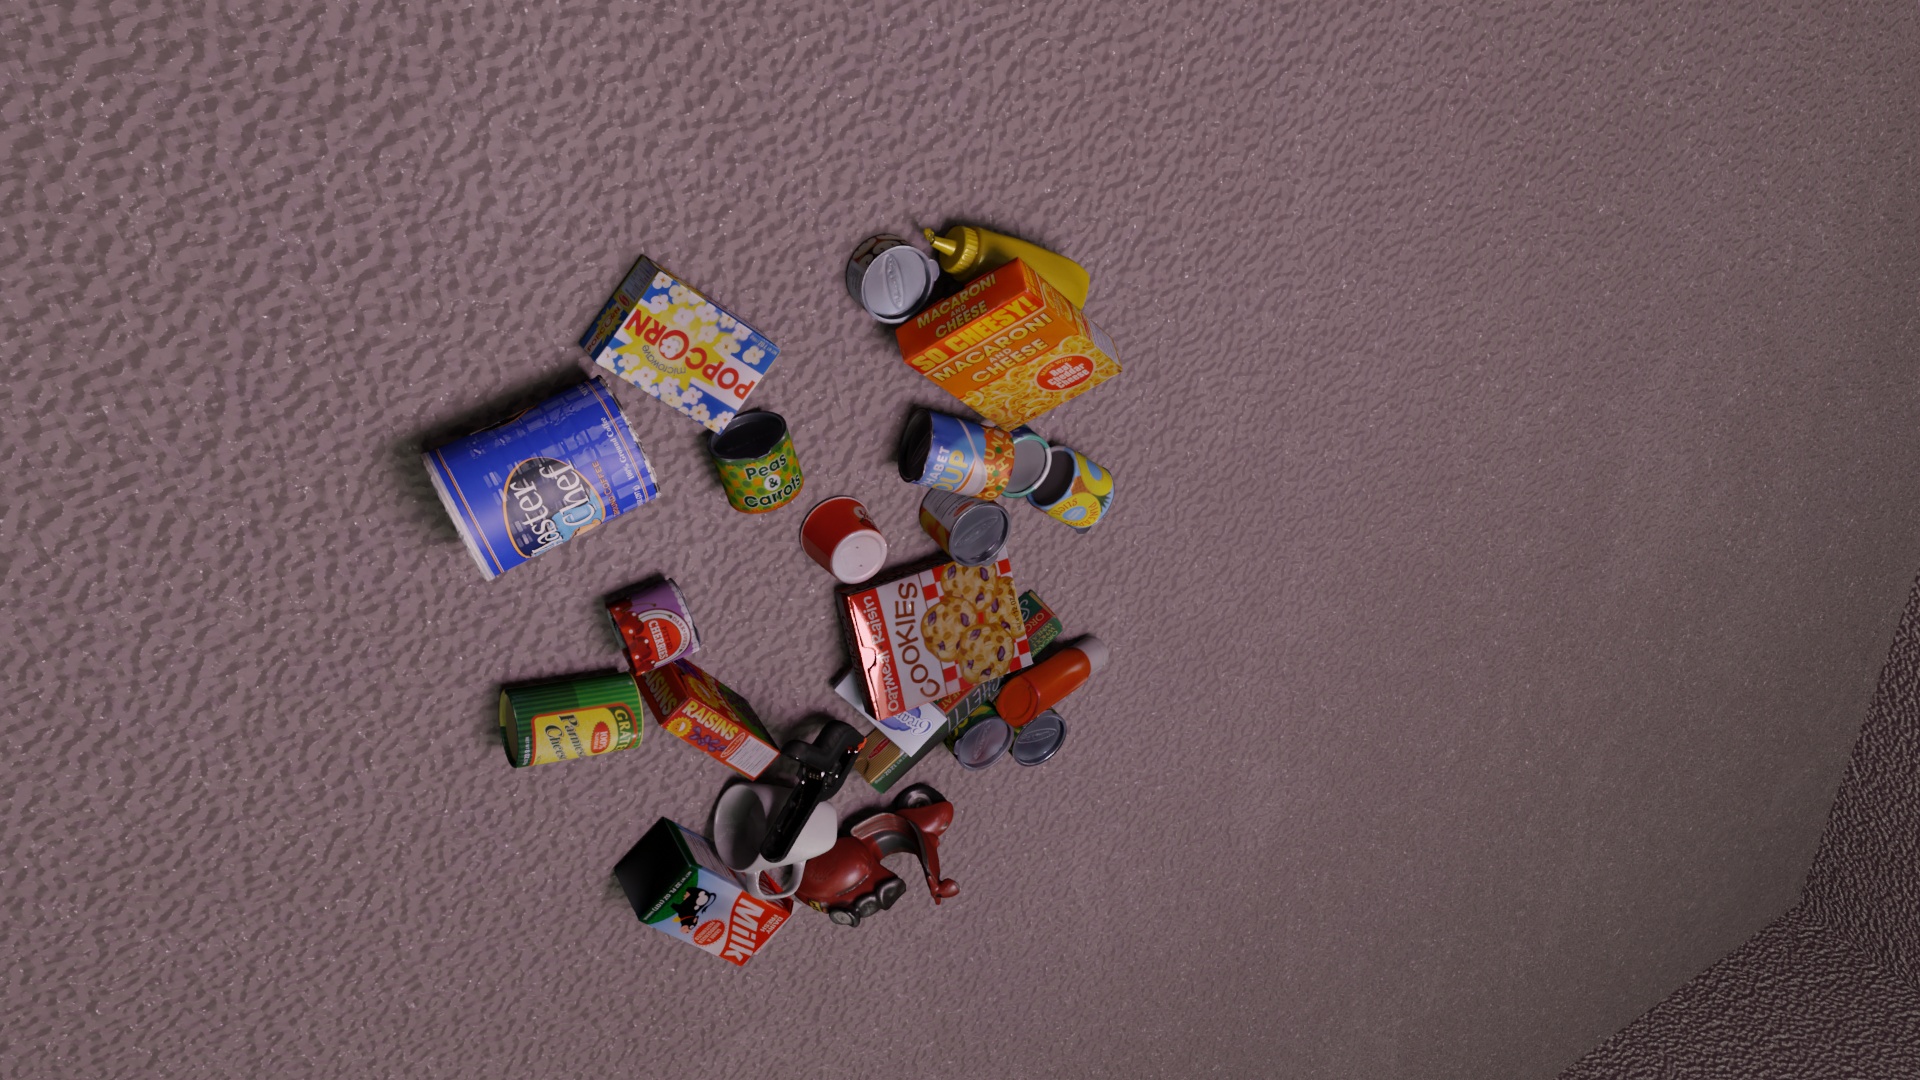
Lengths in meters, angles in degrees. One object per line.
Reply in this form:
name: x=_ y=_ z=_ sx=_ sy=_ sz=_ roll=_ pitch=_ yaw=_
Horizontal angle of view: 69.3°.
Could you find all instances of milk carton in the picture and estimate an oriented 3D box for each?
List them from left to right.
milk carton: x=-0.235 y=0.348 z=1.342 sx=0.072 sy=0.073 sz=0.190 roll=-47 pitch=133 yaw=1

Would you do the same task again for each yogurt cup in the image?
yogurt cup: x=-0.100 y=0.002 z=1.225 sx=0.072 sy=0.054 sz=0.072 roll=-16 pitch=126 yaw=-24

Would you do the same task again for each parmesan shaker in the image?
parmesan shaker: x=-0.326 y=0.152 z=1.161 sx=0.103 sy=0.071 sz=0.071 roll=-7 pitch=122 yaw=-30

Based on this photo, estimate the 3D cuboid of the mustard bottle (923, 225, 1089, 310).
mustard bottle: x=0.032 y=-0.229 z=1.161 sx=0.160 sy=0.065 sz=0.049 roll=13 pitch=85 yaw=-34

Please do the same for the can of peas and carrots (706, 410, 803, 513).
can of peas and carrots: x=-0.165 y=-0.062 z=1.129 sx=0.071 sy=0.071 sz=0.058 roll=-28 pitch=131 yaw=-17

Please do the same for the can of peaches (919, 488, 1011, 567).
can of peaches: x=0.005 y=-0.016 z=1.281 sx=0.071 sy=0.058 sz=0.071 roll=-18 pitch=127 yaw=-25

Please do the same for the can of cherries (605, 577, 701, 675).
can of cherries: x=-0.255 y=0.073 z=1.154 sx=0.058 sy=0.072 sz=0.071 roll=-22 pitch=129 yaw=-20

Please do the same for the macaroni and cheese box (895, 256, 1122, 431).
macaroni and cheese box: x=0.043 y=-0.161 z=1.172 sx=0.123 sy=0.040 sz=0.166 roll=-27 pitch=150 yaw=24

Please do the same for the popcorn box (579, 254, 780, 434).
popcorn box: x=-0.212 y=-0.147 z=1.064 sx=0.126 sy=0.038 sz=0.085 roll=31 pitch=99 yaw=-42

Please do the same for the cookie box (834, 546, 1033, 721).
cookie box: x=-0.023 y=0.083 z=1.306 sx=0.168 sy=0.040 sz=0.122 roll=-18 pitch=101 yaw=-24

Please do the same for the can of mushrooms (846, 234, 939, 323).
can of mushrooms: x=-0.055 y=-0.214 z=1.131 sx=0.071 sy=0.033 sz=0.070 roll=-17 pitch=126 yaw=-24

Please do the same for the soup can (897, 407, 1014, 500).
soup can: x=-0.003 y=-0.072 z=1.220 sx=0.084 sy=0.071 sz=0.071 roll=13 pitch=111 yaw=-26

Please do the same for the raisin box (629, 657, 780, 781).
raisin box: x=-0.223 y=0.150 z=1.215 sx=0.040 sy=0.086 sz=0.123 roll=-46 pitch=133 yaw=2

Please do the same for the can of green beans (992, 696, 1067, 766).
can of green beans: x=0.069 y=0.194 z=1.458 sx=0.071 sy=0.058 sz=0.071 roll=-17 pitch=126 yaw=-24

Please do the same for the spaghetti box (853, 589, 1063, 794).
spaghetti box: x=-0.004 y=0.151 z=1.387 sx=0.250 sy=0.050 sz=0.028 roll=-42 pitch=135 yaw=-4

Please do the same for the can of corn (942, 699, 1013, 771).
can of corn: x=0.010 y=0.191 z=1.416 sx=0.071 sy=0.058 sz=0.070 roll=-17 pitch=127 yaw=-24

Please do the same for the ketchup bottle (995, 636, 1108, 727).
ketchup bottle: x=0.099 y=0.139 z=1.421 sx=0.149 sy=0.043 sz=0.064 roll=-24 pitch=154 yaw=-49

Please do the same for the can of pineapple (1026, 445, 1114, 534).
can of pineapple: x=0.104 y=-0.049 z=1.319 sx=0.058 sy=0.071 sz=0.071 roll=25 pitch=102 yaw=-40

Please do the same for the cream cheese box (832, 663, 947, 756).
cream cheese box: x=-0.068 y=0.155 z=1.333 sx=0.103 sy=0.024 sz=0.053 roll=43 pitch=89 yaw=-13

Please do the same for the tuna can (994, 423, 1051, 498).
tuna can: x=0.048 y=-0.075 z=1.290 sx=0.071 sy=0.033 sz=0.070 roll=-17 pitch=127 yaw=-25
